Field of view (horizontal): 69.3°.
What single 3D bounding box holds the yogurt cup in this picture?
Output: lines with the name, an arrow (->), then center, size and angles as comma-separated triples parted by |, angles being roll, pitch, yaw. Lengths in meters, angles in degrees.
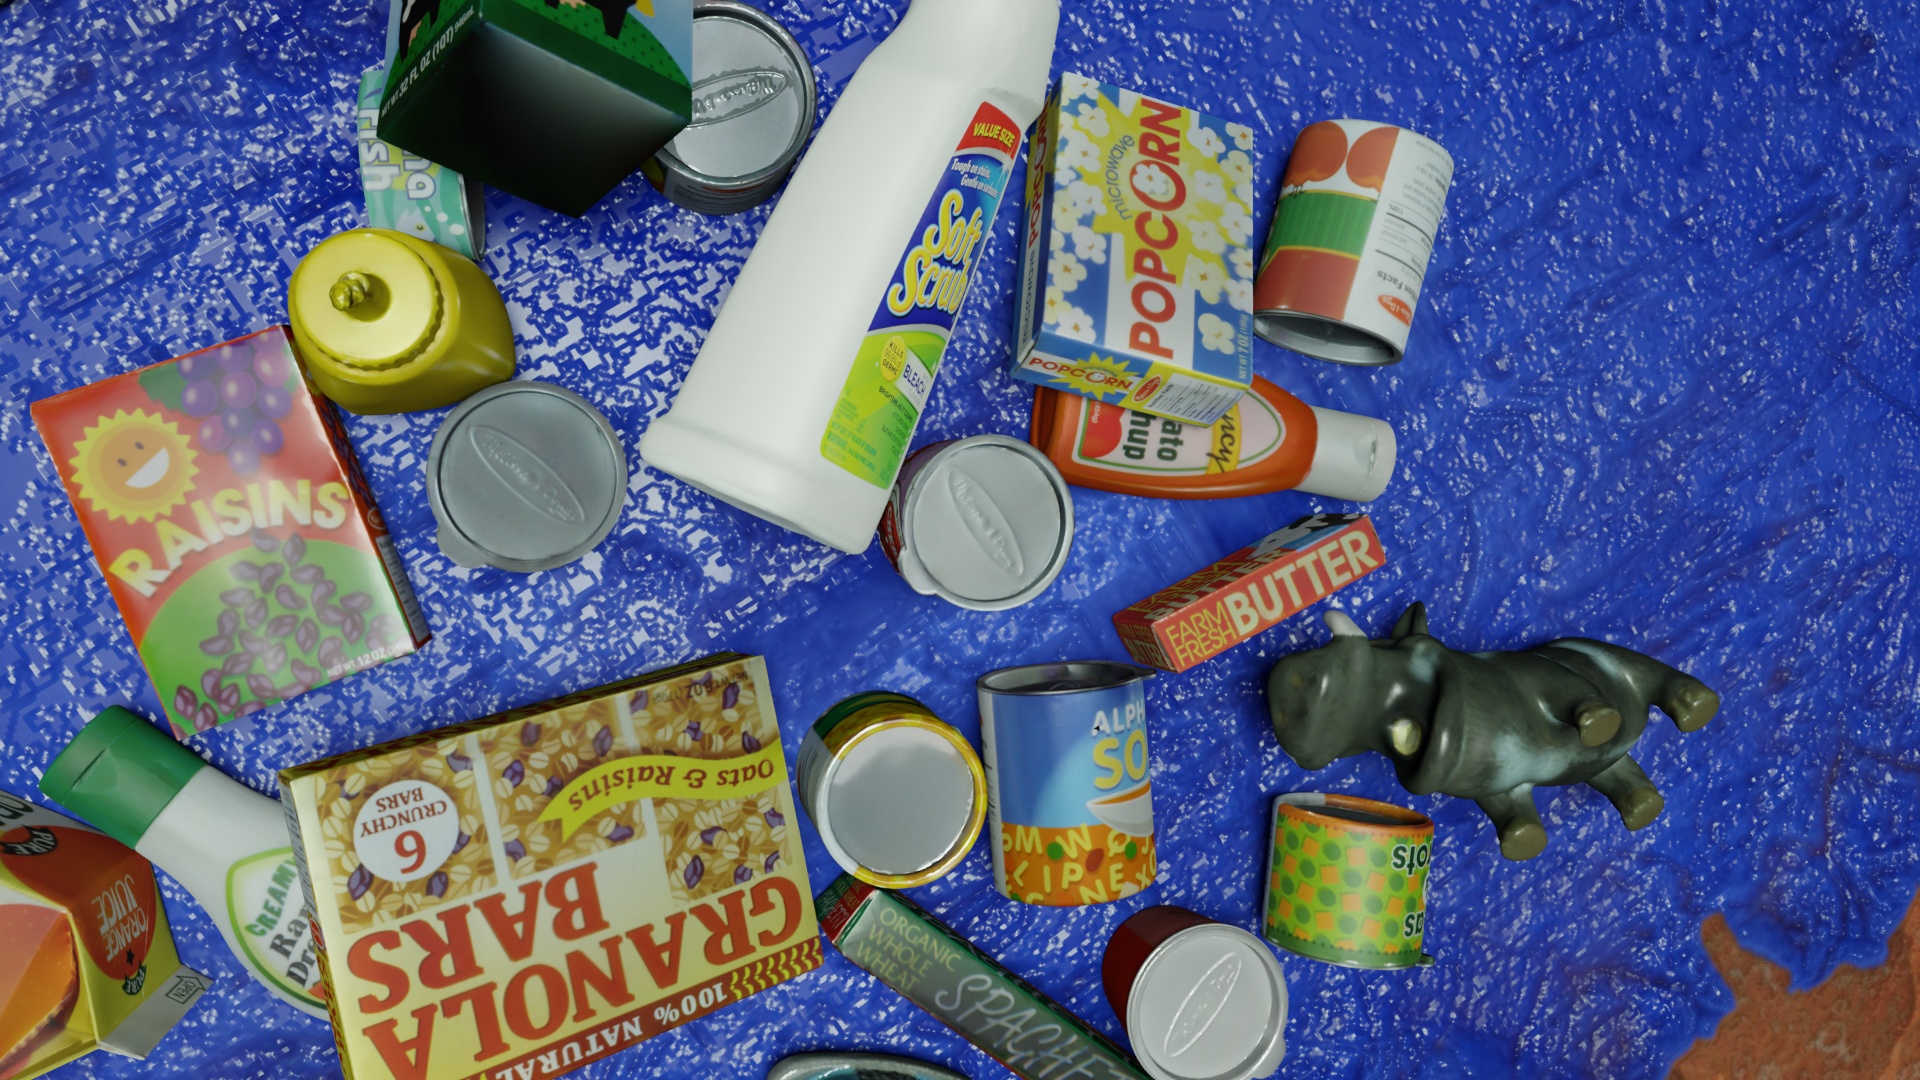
yogurt cup -> 0.092, 0.184, 0.570 | 0.072, 0.054, 0.072 | 0, 92, -14

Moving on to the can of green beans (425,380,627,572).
can of green beans -> -0.155, -0.023, 0.503 | 0.071, 0.058, 0.071 | 0, 92, -14

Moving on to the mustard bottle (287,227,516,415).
mustard bottle -> -0.180, -0.070, 0.443 | 0.065, 0.160, 0.048 | -16, 94, -14

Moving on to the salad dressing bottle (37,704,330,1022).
salad dressing bottle -> -0.247, 0.115, 0.491 | 0.147, 0.044, 0.064 | 38, 80, -12

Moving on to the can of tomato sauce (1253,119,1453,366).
can of tomato sauce -> 0.158, -0.122, 0.574 | 0.071, 0.071, 0.083 | 17, 87, -14

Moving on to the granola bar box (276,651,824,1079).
granola bar box -> -0.139, 0.119, 0.493 | 0.166, 0.039, 0.124 | -13, 93, -33

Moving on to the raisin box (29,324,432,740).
raisin box -> -0.253, -0.004, 0.490 | 0.086, 0.040, 0.123 | -22, 98, -11

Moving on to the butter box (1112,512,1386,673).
butter box -> 0.118, 0.021, 0.573 | 0.104, 0.053, 0.024 | -26, 96, -12

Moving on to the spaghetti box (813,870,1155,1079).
spaghetti box -> 0.048, 0.213, 0.563 | 0.250, 0.050, 0.029 | 38, 81, -12

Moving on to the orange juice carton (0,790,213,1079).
orange juice carton -> -0.348, 0.119, 0.453 | 0.192, 0.072, 0.073 | 28, 85, -13

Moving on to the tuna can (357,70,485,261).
tuna can -> -0.187, -0.131, 0.486 | 0.033, 0.071, 0.071 | -4, 93, -12

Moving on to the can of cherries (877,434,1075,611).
can of cherries -> 0.002, -0.007, 0.542 | 0.071, 0.058, 0.071 | -1, 93, -14

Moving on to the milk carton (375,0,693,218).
milk carton -> -0.138, -0.215, 0.465 | 0.073, 0.072, 0.191 | 17, 60, -42

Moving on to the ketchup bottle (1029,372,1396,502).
ketchup bottle -> 0.105, -0.045, 0.573 | 0.149, 0.043, 0.064 | 9, 86, -14

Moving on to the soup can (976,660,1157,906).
soup can -> 0.045, 0.094, 0.549 | 0.071, 0.071, 0.083 | -6, 94, -13

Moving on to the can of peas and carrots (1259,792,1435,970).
can of peas and carrots -> 0.163, 0.141, 0.579 | 0.071, 0.071, 0.058 | 6, 90, -14

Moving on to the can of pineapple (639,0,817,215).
can of pineapple -> -0.090, -0.160, 0.515 | 0.071, 0.058, 0.071 | 0, 92, -14

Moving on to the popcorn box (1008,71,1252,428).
popcorn box -> 0.068, -0.113, 0.541 | 0.085, 0.038, 0.127 | 12, 63, -13

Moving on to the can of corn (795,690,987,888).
can of corn -> -0.025, 0.094, 0.537 | 0.071, 0.058, 0.071 | -1, 92, -13
